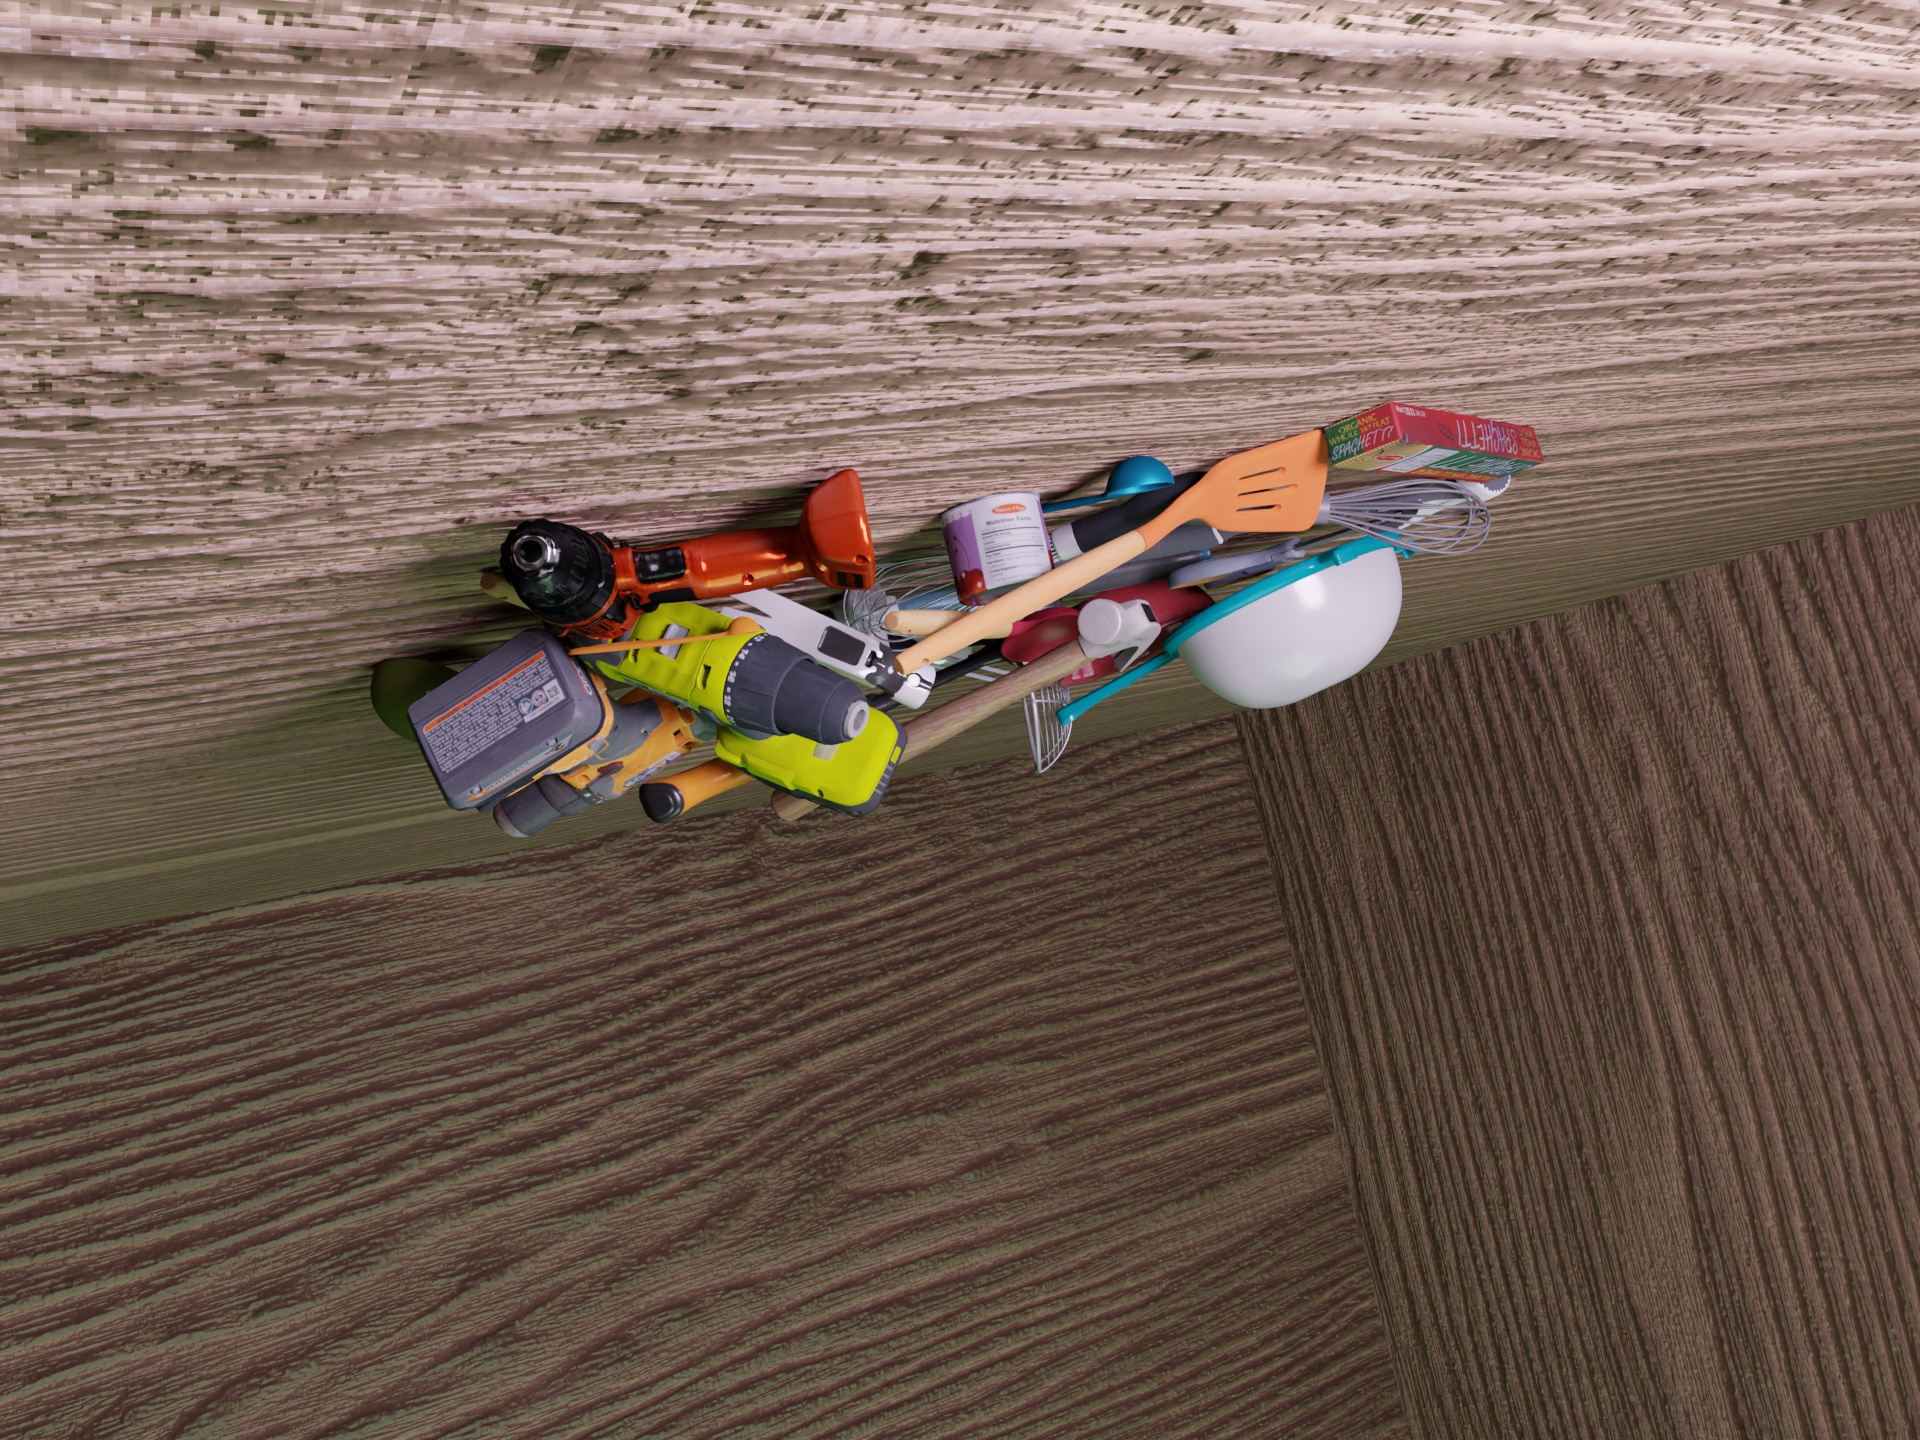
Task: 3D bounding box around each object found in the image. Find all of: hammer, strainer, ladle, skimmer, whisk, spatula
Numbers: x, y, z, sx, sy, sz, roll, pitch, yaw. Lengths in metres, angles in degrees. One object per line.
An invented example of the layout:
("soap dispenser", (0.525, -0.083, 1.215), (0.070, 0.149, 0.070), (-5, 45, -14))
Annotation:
("hammer", (-0.093, -0.001, 1.231), (0.337, 0.034, 0.127), (-24, -168, -25))
("hammer", (-0.129, -0.049, 1.203), (0.146, 0.035, 0.335), (25, 173, -15))
("strainer", (0.232, -0.042, 1.341), (0.340, 0.095, 0.211), (-29, 172, 30))
("ladle", (-0.295, -0.036, 1.189), (0.078, 0.062, 0.320), (-14, -178, 35))
("ladle", (0.018, -0.061, 1.057), (0.069, 0.031, 0.315), (-28, 172, 20))
("hammer", (0.056, -0.106, 1.268), (0.331, 0.033, 0.128), (-11, 174, -18))
("skimmer", (-0.017, -0.035, 1.411), (0.090, 0.127, 0.363), (-23, 157, 36))
("hammer", (-0.002, -0.004, 1.161), (0.331, 0.031, 0.130), (-27, 170, 24))
("whisk", (0.044, -0.111, 1.090), (0.284, 0.070, 0.070), (-20, 173, 19))
("whisk", (0.251, -0.144, 1.099), (0.239, 0.055, 0.055), (1, 174, -3))
("spatula", (0.098, -0.098, 0.993), (0.322, 0.041, 0.081), (-29, 140, -23))
("hammer", (0.209, -0.147, 1.212), (0.409, 0.036, 0.149), (-10, 175, -20))

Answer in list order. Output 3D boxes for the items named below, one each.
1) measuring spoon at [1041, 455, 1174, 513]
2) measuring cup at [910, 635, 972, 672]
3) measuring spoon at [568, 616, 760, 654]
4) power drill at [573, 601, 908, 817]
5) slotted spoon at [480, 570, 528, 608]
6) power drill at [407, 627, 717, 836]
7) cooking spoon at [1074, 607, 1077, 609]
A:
("measuring spoon", (0.083, -0.149, 1.008), (0.042, 0.021, 0.129), (-10, -177, -37))
("measuring cup", (-0.069, -0.053, 1.496), (0.167, 0.038, 0.083), (-15, 175, 1))
("measuring spoon", (-0.172, -0.049, 0.918), (0.117, 0.011, 0.021), (-6, -177, 10))
("power drill", (-0.119, -0.008, 1.028), (0.191, 0.080, 0.228), (21, 170, 21))
("slotted spoon", (-0.231, -0.066, 1.042), (0.070, 0.031, 0.313), (-9, 174, 12))
("power drill", (-0.283, 0.020, 1.091), (0.185, 0.084, 0.226), (-31, 168, 9))
("cooking spoon", (0.132, -0.109, 1.511), (0.068, 0.017, 0.319), (-6, 172, -25))
